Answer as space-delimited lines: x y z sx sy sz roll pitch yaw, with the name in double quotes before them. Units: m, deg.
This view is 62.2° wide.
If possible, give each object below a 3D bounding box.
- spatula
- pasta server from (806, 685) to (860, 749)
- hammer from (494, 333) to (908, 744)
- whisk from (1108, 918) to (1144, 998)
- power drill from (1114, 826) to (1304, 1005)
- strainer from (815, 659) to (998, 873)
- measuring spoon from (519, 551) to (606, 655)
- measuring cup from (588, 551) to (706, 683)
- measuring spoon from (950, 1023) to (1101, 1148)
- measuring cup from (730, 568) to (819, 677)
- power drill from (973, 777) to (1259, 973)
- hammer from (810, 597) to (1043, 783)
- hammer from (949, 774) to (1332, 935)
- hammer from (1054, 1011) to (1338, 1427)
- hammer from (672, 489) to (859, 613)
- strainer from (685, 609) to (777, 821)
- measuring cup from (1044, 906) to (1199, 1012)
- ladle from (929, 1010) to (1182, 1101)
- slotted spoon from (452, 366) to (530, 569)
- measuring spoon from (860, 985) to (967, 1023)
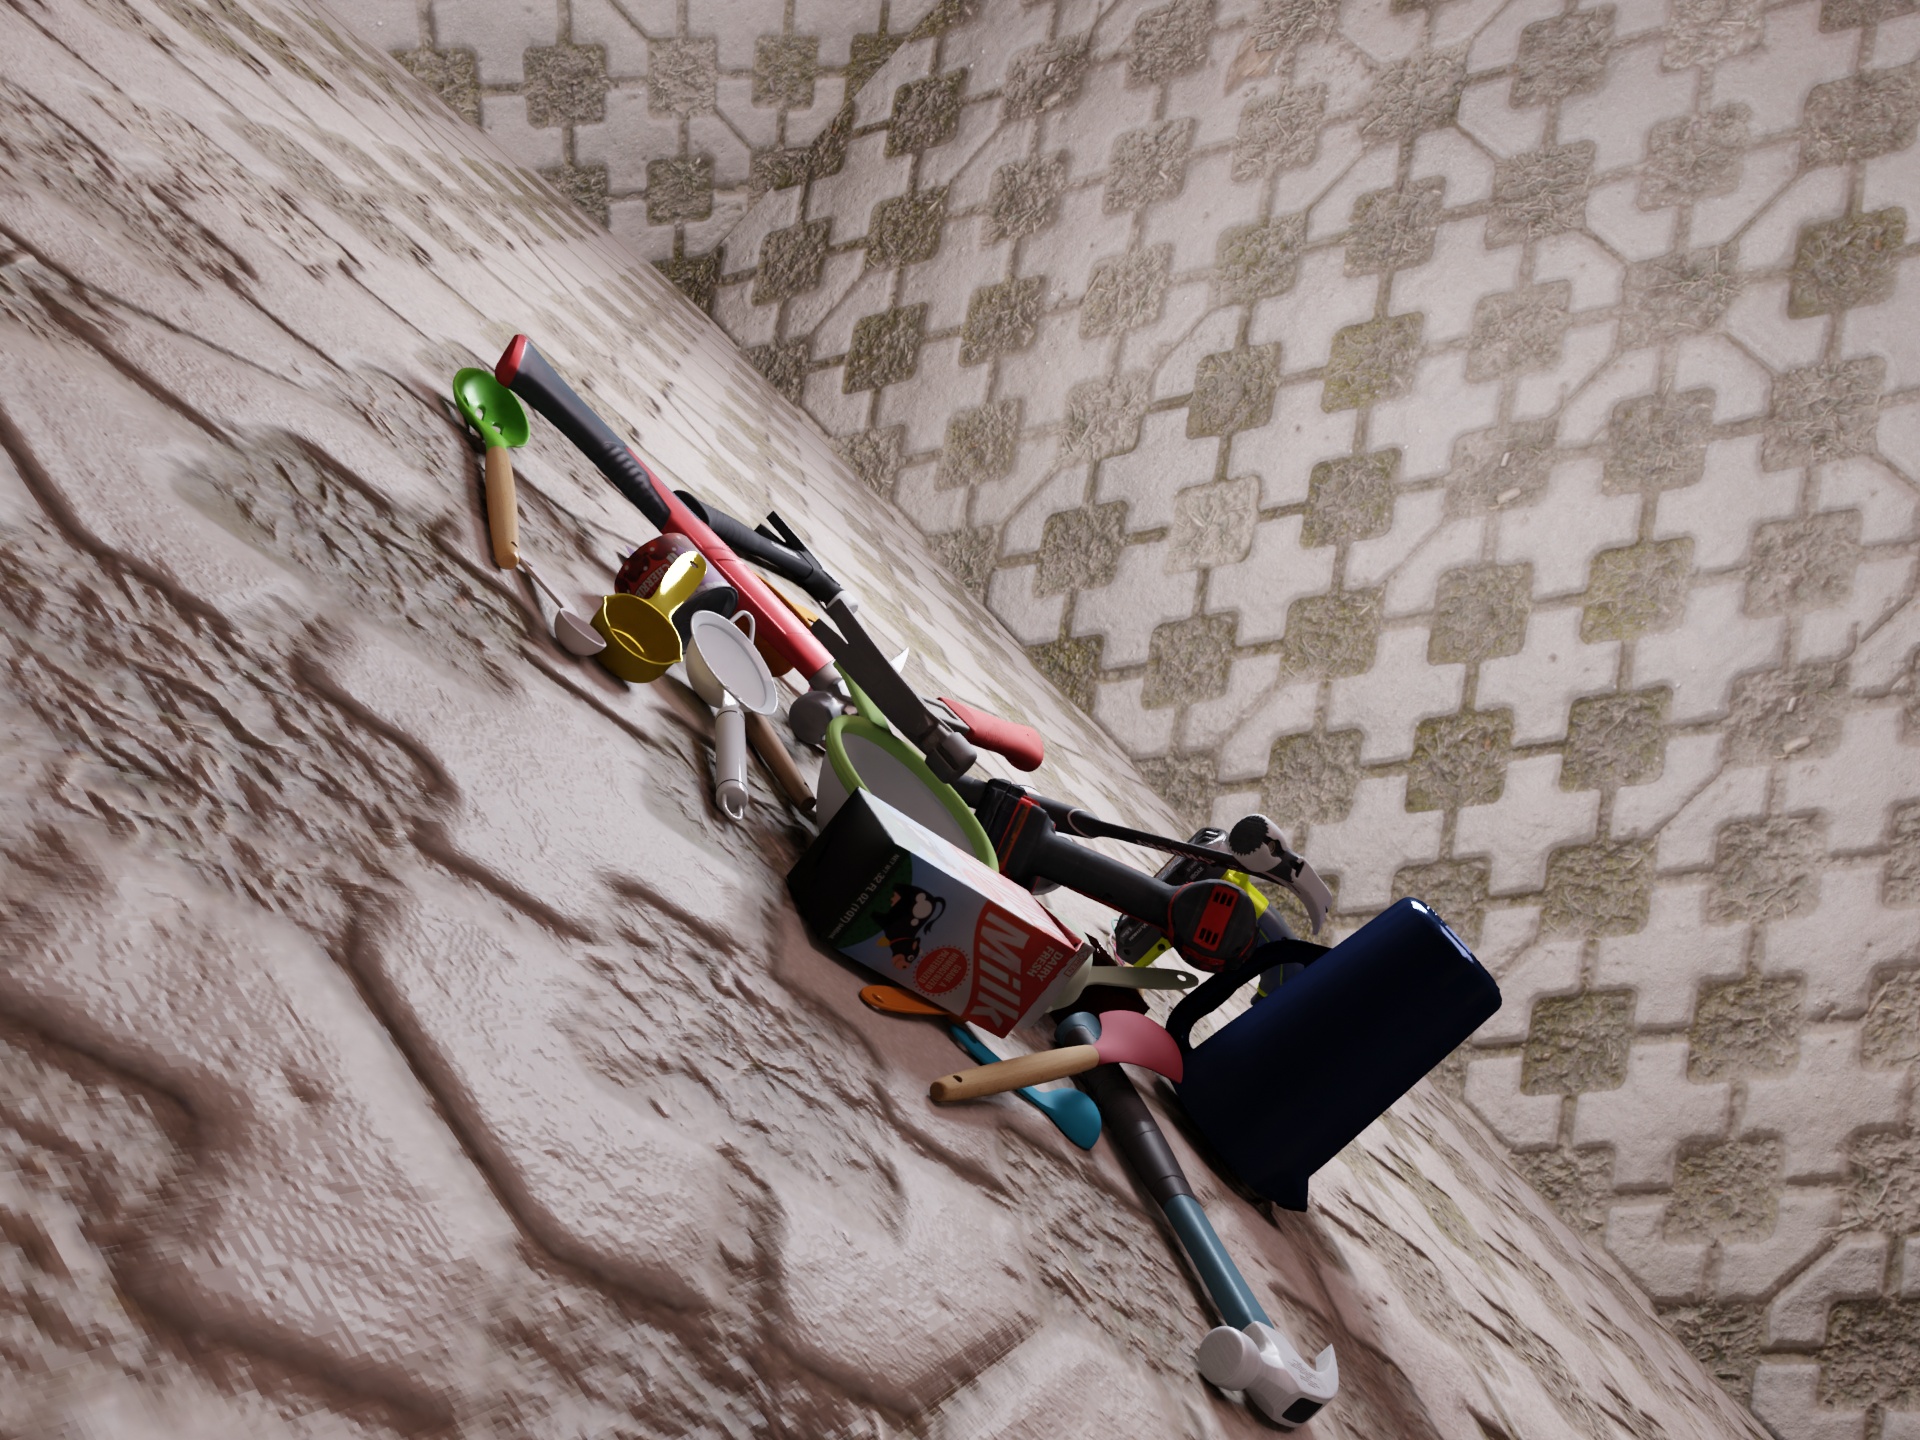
"spatula" -0.174 -0.036 1.152 0.059 0.018 0.316 40 8 -48
"pasta server" -0.017 0.079 1.291 0.316 0.040 0.060 43 20 -20
"hammer" -0.203 -0.150 1.216 0.386 0.038 0.143 46 34 1
"whisk" 0.158 0.218 1.446 0.051 0.047 0.245 46 11 -1
"power drill" 0.242 0.221 1.341 0.228 0.190 0.080 42 17 2
"strainer" -0.065 0.043 1.081 0.151 0.069 0.257 35 16 -35
"measuring spoon" -0.252 -0.072 0.974 0.034 0.018 0.124 36 5 -46
"measuring cup" -0.197 -0.071 1.030 0.062 0.029 0.157 41 26 -12
"measuring spoon" 0.044 0.214 0.960 0.128 0.021 0.042 42 8 -25
"measuring cup" -0.155 -0.075 1.330 0.095 0.052 0.173 46 6 8
"power drill" 0.118 0.132 1.219 0.227 0.080 0.187 21 -10 13
"hammer" -0.002 -0.004 1.240 0.149 0.036 0.359 49 8 15
"hammer" 0.119 0.088 1.287 0.409 0.036 0.149 12 -21 47
"hammer" 0.130 0.290 0.978 0.128 0.033 0.331 39 10 -32
"hammer" -0.215 -0.186 1.641 0.146 0.035 0.334 48 9 16
"strainer" -0.151 -0.003 1.027 0.086 0.050 0.259 46 12 -26
"measuring cup" 0.098 0.167 1.123 0.167 0.038 0.083 7 34 -17
"ladle" 0.065 0.207 0.965 0.069 0.031 0.315 38 14 27
"slotted spoon" -0.319 -0.173 1.092 0.070 0.031 0.314 39 12 -33
"measuring spoon" -0.027 0.165 0.916 0.021 0.011 0.116 42 9 31
